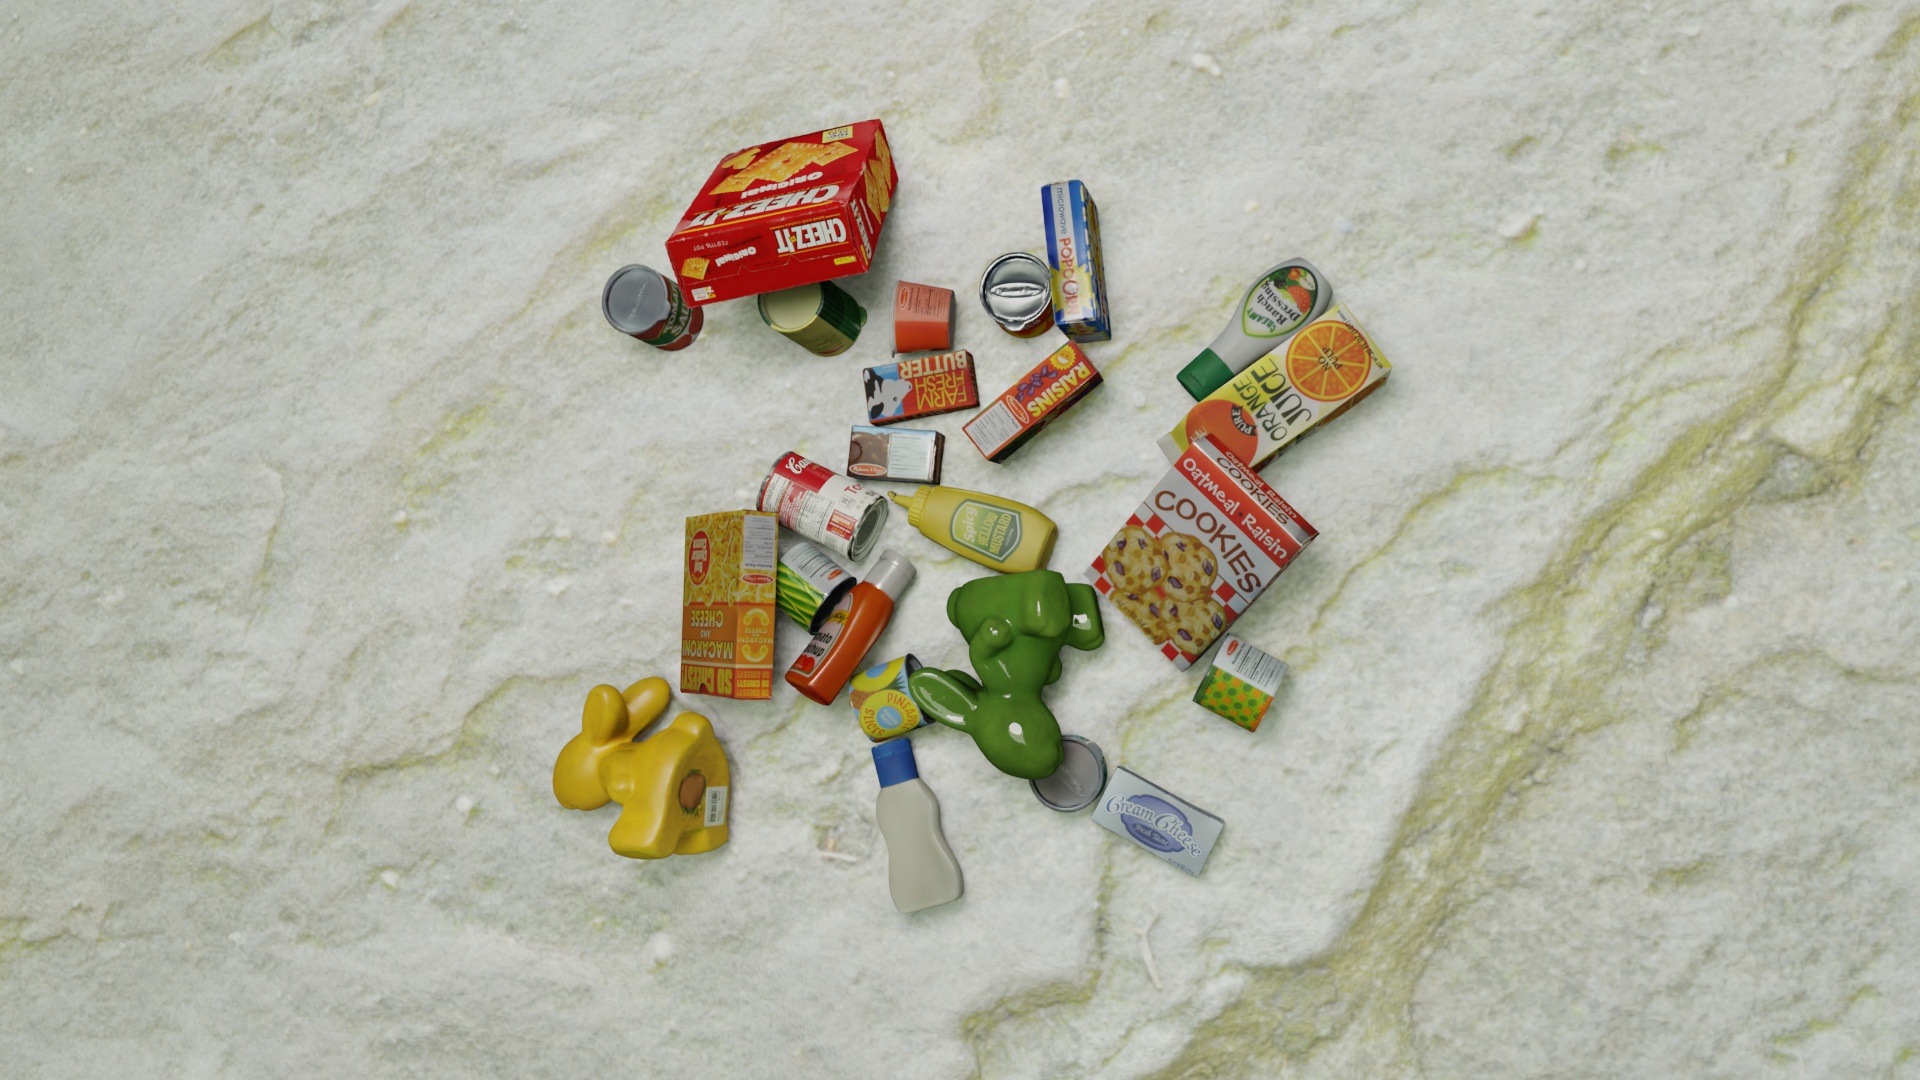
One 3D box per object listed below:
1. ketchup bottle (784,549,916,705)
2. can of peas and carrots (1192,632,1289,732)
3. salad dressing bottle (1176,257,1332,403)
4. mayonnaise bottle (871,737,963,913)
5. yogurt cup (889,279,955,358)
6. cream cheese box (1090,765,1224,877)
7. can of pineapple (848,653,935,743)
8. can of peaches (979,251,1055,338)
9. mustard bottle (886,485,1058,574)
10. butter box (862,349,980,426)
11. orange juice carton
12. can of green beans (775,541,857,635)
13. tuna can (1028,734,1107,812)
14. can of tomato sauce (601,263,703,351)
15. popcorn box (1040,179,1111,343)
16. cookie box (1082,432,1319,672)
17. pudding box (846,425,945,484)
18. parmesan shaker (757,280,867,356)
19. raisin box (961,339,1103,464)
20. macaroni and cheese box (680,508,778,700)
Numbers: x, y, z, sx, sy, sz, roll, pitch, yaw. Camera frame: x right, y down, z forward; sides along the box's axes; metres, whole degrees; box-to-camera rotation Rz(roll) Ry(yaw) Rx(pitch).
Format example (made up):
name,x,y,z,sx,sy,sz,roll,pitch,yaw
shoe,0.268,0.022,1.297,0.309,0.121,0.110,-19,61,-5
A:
name,x,y,z,sx,sy,sz,roll,pitch,yaw
ketchup bottle,-0.095,0.077,1.246,0.043,0.064,0.149,43,73,-23
can of peas and carrots,0.236,0.122,1.173,0.059,0.071,0.071,28,92,13
salad dressing bottle,0.254,-0.180,1.206,0.147,0.044,0.064,-43,76,7
mayonnaise bottle,-0.044,0.252,1.239,0.065,0.041,0.148,-17,80,10
yogurt cup,-0.034,-0.203,1.267,0.054,0.072,0.072,4,86,6
cream cheese box,0.170,0.241,1.197,0.104,0.024,0.053,27,90,14
can of pineapple,-0.060,0.142,1.238,0.058,0.071,0.071,-22,81,12
can of peaches,0.055,-0.217,1.249,0.071,0.058,0.071,-1,85,13
mustard bottle,0.004,-0.016,1.247,0.160,0.049,0.065,18,88,14
butter box,-0.037,-0.140,1.281,0.103,0.024,0.053,-9,82,12
orange juice carton,0.264,-0.112,1.182,0.192,0.073,0.072,-36,79,9
can of green beans,-0.138,0.044,1.266,0.058,0.071,0.071,36,94,14
tuna can,0.096,0.201,1.214,0.071,0.033,0.071,-1,85,13
can of tomato sauce,-0.289,-0.219,1.317,0.071,0.083,0.071,-1,85,13
popcorn box,0.103,-0.244,1.226,0.038,0.085,0.126,-7,84,14
cookie box,0.199,0.011,1.167,0.123,0.040,0.166,46,125,13
pudding box,-0.060,-0.079,1.278,0.084,0.030,0.049,5,87,14
parmesan shaker,-0.134,-0.212,1.270,0.071,0.103,0.071,-1,85,13
raisin box,0.065,-0.121,1.223,0.123,0.086,0.040,-38,84,8
macaroni and cheese box,-0.212,0.058,1.261,0.123,0.040,0.166,-5,82,56
